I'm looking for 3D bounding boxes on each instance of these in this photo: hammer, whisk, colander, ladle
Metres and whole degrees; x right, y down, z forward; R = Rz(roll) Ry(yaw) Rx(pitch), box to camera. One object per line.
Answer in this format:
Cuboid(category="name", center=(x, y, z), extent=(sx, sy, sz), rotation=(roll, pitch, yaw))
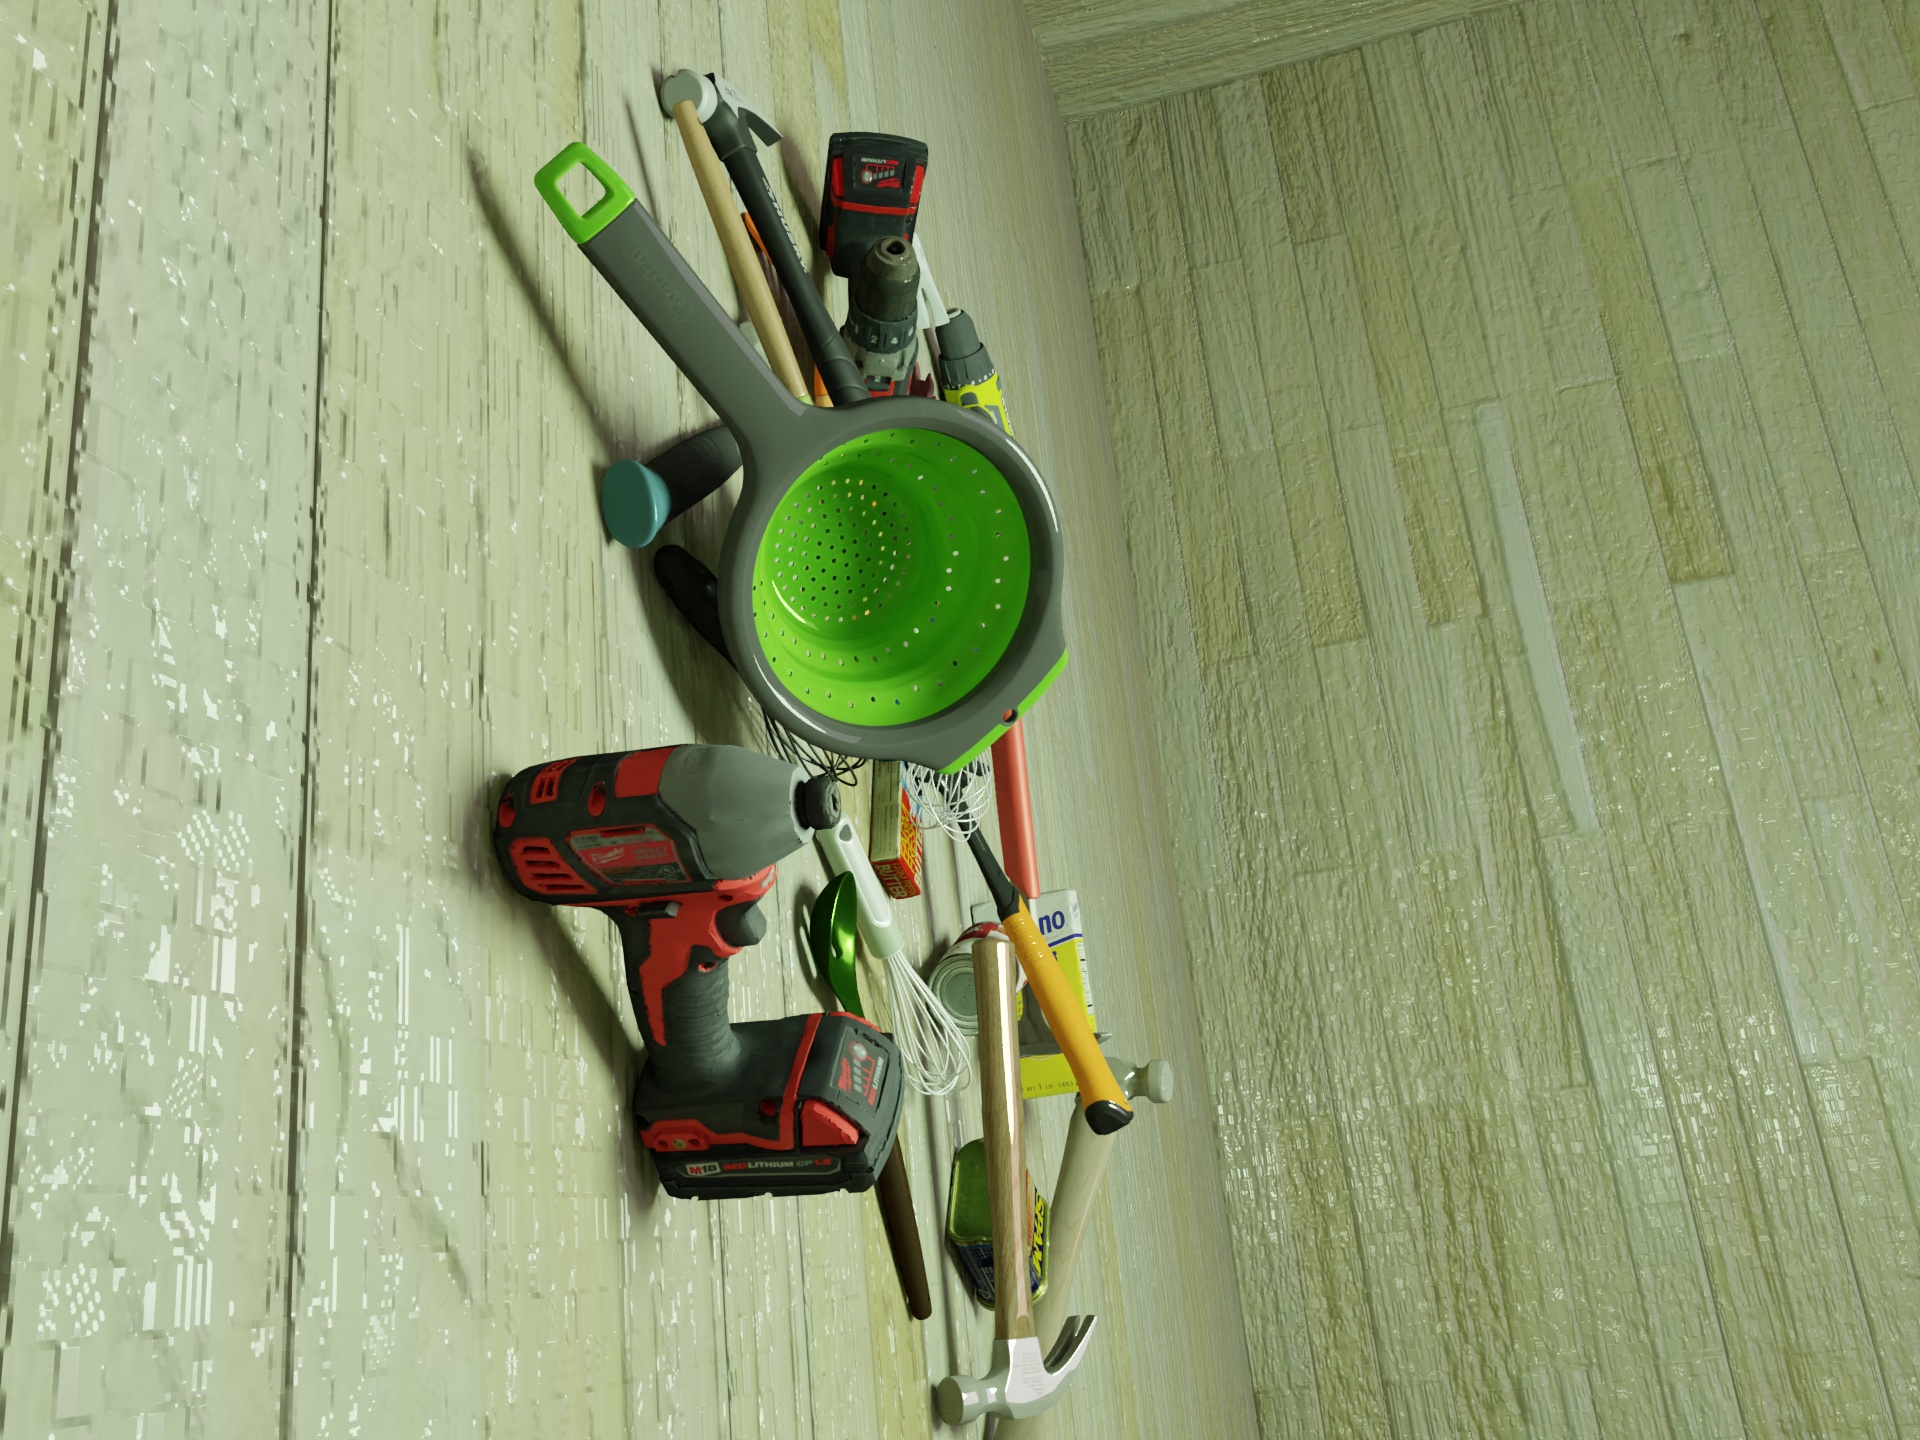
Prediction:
Cuboid(category="hammer", center=(-0.145, -0.164, 0.962), extent=(0.331, 0.033, 0.128), rotation=(-65, 142, -68))
Cuboid(category="whisk", center=(-0.001, -0.003, 1.263), extent=(0.285, 0.070, 0.070), rotation=(-82, 158, -55))
Cuboid(category="hammer", center=(-0.052, -0.330, 1.484), extent=(0.143, 0.035, 0.406), rotation=(66, 18, -44))
Cuboid(category="hammer", center=(0.054, 0.103, 1.358), extent=(0.036, 0.149, 0.359), rotation=(1, 77, -33))
Cuboid(category="colander", center=(-0.095, -0.142, 0.872), extent=(0.396, 0.204, 0.095), rotation=(50, -8, -31))
Cuboid(category="ladle", center=(-0.121, -0.218, 0.976), extent=(0.078, 0.062, 0.320), rotation=(-45, 115, -72))
Cuboid(category="hammer", center=(0.035, 0.324, 1.151), extent=(0.130, 0.031, 0.331), rotation=(11, 68, -38))
Cuboid(category="hammer", center=(0.072, 0.435, 1.299), extent=(0.411, 0.146, 0.038), rotation=(-66, 144, -51))
Cuboid(category="whisk", center=(-0.047, 0.163, 1.096), extent=(0.058, 0.059, 0.246), rotation=(-45, 124, -41))
Cuboid(category="hammer", center=(0.051, 0.167, 1.258), extent=(0.127, 0.034, 0.337), rotation=(23, 37, -62))
Cuboid(category="hammer", center=(-0.100, -0.277, 1.095), extent=(0.334, 0.035, 0.146), rotation=(65, 15, -7))
Cuboid(category="whisk", center=(-0.117, -0.027, 0.946), extent=(0.238, 0.055, 0.055), rotation=(56, 26, -50))

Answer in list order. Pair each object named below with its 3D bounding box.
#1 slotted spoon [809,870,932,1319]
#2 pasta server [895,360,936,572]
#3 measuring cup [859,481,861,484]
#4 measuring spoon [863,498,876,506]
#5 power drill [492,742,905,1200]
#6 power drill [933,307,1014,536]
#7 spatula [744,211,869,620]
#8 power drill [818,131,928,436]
Cuboid(category="slotted spoon", center=(-0.056, 0.248, 1.031), extent=(0.070, 0.031, 0.313), rotation=(-53, 133, -73))
Cuboid(category="pasta server", center=(-0.047, -0.138, 1.299), extent=(0.040, 0.060, 0.316), rotation=(41, 48, -77))
Cuboid(category="measuring cup", center=(-0.083, -0.257, 1.338), extent=(0.062, 0.029, 0.157), rotation=(57, 37, -50))
Cuboid(category="measuring spoon", center=(-0.057, -0.203, 1.282), extent=(0.011, 0.021, 0.117), rotation=(-132, -117, -79))
Cuboid(category="power drill", center=(-0.100, 0.107, 0.698), extent=(0.079, 0.143, 0.219), rotation=(-76, 155, -56))
Cuboid(category="power drill", center=(0.011, -0.307, 1.651), extent=(0.229, 0.080, 0.190), rotation=(-86, 161, -56))
Cuboid(category="spatula", center=(-0.107, -0.219, 1.197), extent=(0.081, 0.041, 0.322), rotation=(-51, 133, -75))
Cuboid(category="power drill", center=(-0.065, -0.354, 1.232), extent=(0.187, 0.080, 0.227), rotation=(108, -18, -59))
